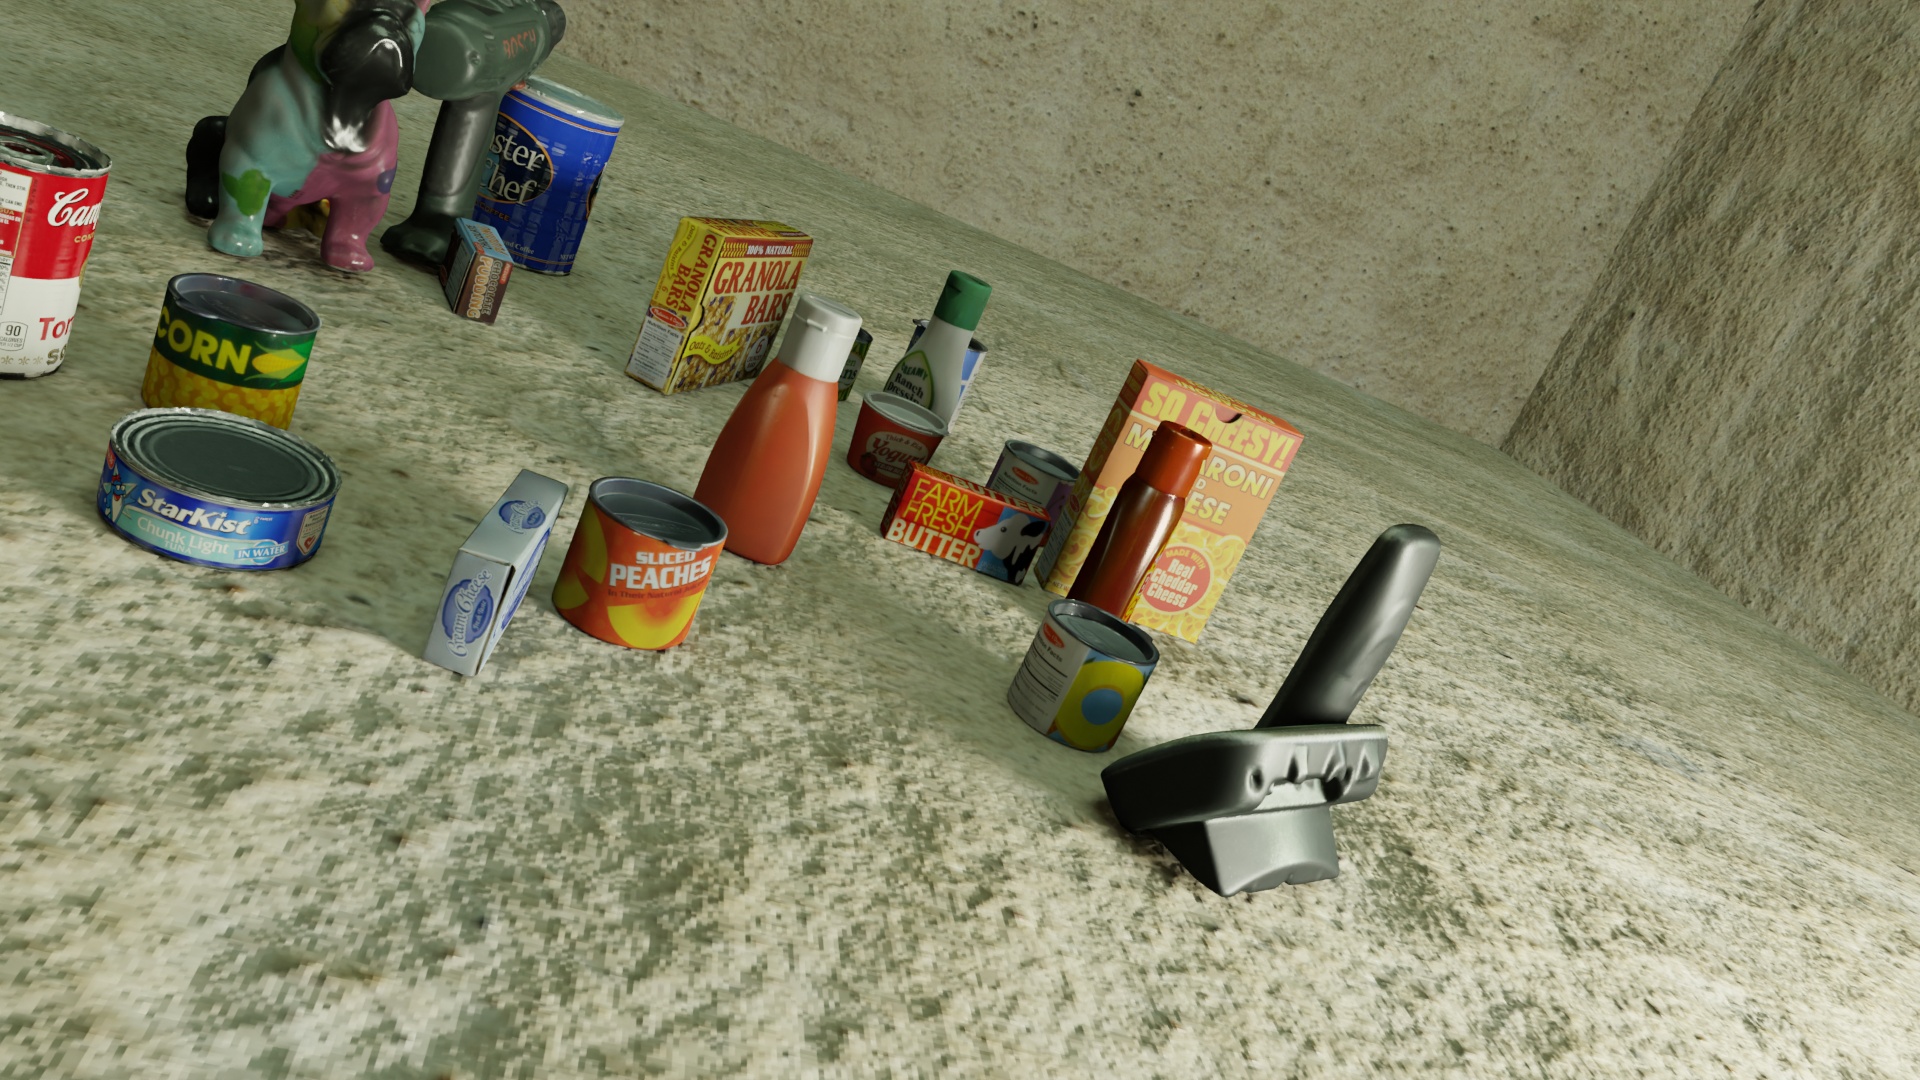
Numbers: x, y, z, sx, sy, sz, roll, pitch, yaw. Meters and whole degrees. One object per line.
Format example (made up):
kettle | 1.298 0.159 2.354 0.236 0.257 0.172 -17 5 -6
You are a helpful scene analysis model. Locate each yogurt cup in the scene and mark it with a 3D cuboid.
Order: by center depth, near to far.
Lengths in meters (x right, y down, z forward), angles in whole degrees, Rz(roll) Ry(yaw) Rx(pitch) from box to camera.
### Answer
yogurt cup | -0.050 -0.073 1.031 0.072 0.053 0.072 23 17 -7

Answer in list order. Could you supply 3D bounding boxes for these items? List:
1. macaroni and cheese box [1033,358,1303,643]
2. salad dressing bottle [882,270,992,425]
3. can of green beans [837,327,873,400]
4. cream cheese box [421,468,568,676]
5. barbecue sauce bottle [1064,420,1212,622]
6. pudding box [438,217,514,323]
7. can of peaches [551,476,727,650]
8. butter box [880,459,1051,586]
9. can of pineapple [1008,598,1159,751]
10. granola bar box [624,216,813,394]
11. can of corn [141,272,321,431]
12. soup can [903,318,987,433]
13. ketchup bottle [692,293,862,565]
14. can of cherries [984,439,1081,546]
macaroni and cheese box | 0.142 -0.024 0.958 0.124 0.166 0.040 20 17 -15
salad dressing bottle | -0.020 -0.143 1.118 0.064 0.147 0.044 37 20 34
can of green beans | -0.116 -0.159 1.186 0.071 0.057 0.071 23 17 -7
cream cheese box | -0.196 0.011 0.590 0.024 0.053 0.104 21 17 -11
barbecue sauce bottle | 0.111 -0.004 0.885 0.044 0.148 0.065 25 17 2
pudding box | -0.347 -0.194 0.991 0.030 0.049 0.084 13 21 -34
can of peaches | -0.148 0.012 0.645 0.071 0.058 0.071 23 17 -7
butter box | 0.003 -0.012 0.924 0.103 0.053 0.024 20 18 -15
can of pineapple | 0.068 0.073 0.755 0.071 0.057 0.071 23 17 -7
granola bar box | -0.178 -0.180 1.051 0.039 0.123 0.166 28 17 9
can of corn | -0.350 -0.087 0.663 0.071 0.058 0.071 23 17 -7
soup can | -0.025 -0.144 1.220 0.071 0.083 0.071 23 17 -7
ketchup bottle | -0.099 -0.063 0.776 0.065 0.148 0.044 26 17 5
can of cherries | 0.054 -0.036 1.053 0.071 0.058 0.072 23 17 -7
